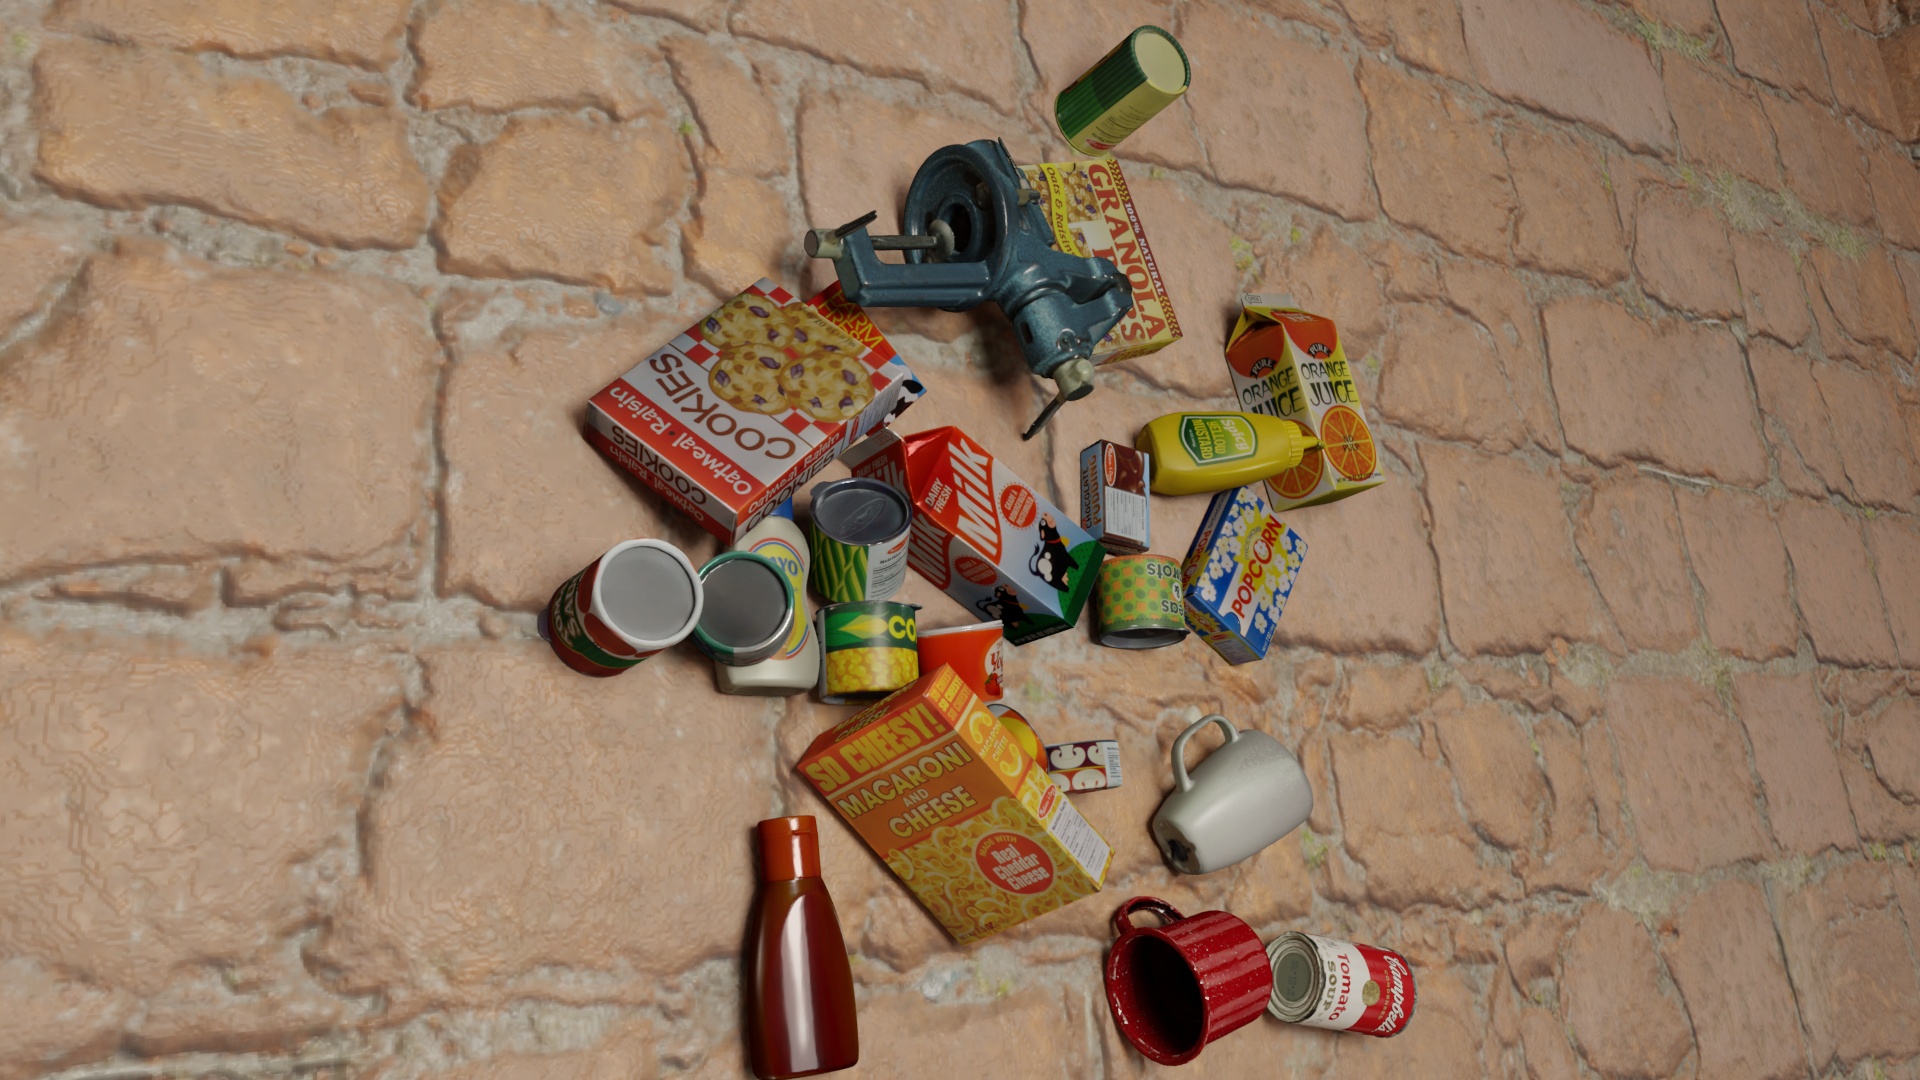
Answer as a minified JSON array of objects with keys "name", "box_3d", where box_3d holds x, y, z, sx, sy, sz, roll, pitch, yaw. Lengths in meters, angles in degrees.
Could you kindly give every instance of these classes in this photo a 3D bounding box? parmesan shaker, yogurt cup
[{"name":"parmesan shaker","box_3d":[0.139,-0.379,1.174,0.071,0.102,0.071,12,68,-31]},{"name":"yogurt cup","box_3d":[-0.001,0.085,0.945,0.072,0.072,0.054,-5,85,-36]}]

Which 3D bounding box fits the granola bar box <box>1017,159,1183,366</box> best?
[{"name":"granola bar box","box_3d":[0.103,-0.228,1.137,0.125,0.039,0.165,-16,84,-37]}]

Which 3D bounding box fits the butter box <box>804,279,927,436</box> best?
[{"name":"butter box","box_3d":[-0.075,-0.130,0.990,0.103,0.024,0.053,51,53,-10]}]

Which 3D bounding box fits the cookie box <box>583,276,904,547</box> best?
[{"name":"cookie box","box_3d":[-0.137,-0.086,0.894,0.123,0.040,0.168,36,53,13]}]

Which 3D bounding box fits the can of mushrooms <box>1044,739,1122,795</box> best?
[{"name":"can of mushrooms","box_3d":[0.077,0.160,0.972,0.071,0.071,0.033,2,74,-34]}]

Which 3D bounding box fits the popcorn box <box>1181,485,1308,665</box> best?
[{"name":"popcorn box","box_3d":[0.228,0.027,1.138,0.085,0.038,0.127,42,55,-17]}]

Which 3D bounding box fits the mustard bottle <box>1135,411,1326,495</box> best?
[{"name":"mustard bottle","box_3d":[0.226,-0.076,1.133,0.160,0.048,0.065,-7,65,-14]}]

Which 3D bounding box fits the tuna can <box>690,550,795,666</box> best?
[{"name":"tuna can","box_3d":[-0.135,0.039,0.844,0.071,0.032,0.071,3,72,-8]}]

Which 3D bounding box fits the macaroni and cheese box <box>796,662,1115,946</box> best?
[{"name":"macaroni and cheese box","box_3d":[-0.004,0.169,0.874,0.166,0.123,0.040,50,35,-11]}]

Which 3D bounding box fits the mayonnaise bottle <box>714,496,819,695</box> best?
[{"name":"mayonnaise bottle","box_3d":[-0.125,0.024,0.892,0.065,0.041,0.148,4,72,-25]}]

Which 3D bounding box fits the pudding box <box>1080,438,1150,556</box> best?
[{"name":"pudding box","box_3d":[0.122,-0.032,1.090,0.050,0.030,0.084,13,67,-30]}]

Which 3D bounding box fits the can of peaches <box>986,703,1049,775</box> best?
[{"name":"can of peaches","box_3d":[0.018,0.154,0.930,0.058,0.071,0.071,-28,91,-37]}]

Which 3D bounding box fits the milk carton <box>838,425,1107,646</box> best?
[{"name":"milk carton","box_3d":[0.003,-0.012,0.974,0.190,0.072,0.074,38,57,-19]}]

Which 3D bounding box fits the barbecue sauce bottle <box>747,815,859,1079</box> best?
[{"name":"barbecue sauce bottle","box_3d":[-0.098,0.242,0.835,0.065,0.043,0.149,4,72,-34]}]

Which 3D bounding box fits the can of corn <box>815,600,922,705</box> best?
[{"name":"can of corn","box_3d":[-0.058,0.074,0.904,0.071,0.071,0.058,6,72,-33]}]

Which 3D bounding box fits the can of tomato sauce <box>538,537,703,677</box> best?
[{"name":"can of tomato sauce","box_3d":[-0.198,0.039,0.810,0.071,0.083,0.071,12,68,-31]}]

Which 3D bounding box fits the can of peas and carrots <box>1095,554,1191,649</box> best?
[{"name":"can of peas and carrots","box_3d":[0.137,0.046,1.048,0.071,0.070,0.059,10,68,-32]}]

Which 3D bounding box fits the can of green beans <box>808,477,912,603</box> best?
[{"name":"can of green beans","box_3d":[-0.067,0.001,0.914,0.071,0.057,0.071,5,42,-4]}]

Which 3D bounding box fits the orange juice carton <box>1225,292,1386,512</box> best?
[{"name":"orange juice carton","box_3d":[0.295,-0.128,1.215,0.072,0.072,0.193,-9,79,-36]}]
